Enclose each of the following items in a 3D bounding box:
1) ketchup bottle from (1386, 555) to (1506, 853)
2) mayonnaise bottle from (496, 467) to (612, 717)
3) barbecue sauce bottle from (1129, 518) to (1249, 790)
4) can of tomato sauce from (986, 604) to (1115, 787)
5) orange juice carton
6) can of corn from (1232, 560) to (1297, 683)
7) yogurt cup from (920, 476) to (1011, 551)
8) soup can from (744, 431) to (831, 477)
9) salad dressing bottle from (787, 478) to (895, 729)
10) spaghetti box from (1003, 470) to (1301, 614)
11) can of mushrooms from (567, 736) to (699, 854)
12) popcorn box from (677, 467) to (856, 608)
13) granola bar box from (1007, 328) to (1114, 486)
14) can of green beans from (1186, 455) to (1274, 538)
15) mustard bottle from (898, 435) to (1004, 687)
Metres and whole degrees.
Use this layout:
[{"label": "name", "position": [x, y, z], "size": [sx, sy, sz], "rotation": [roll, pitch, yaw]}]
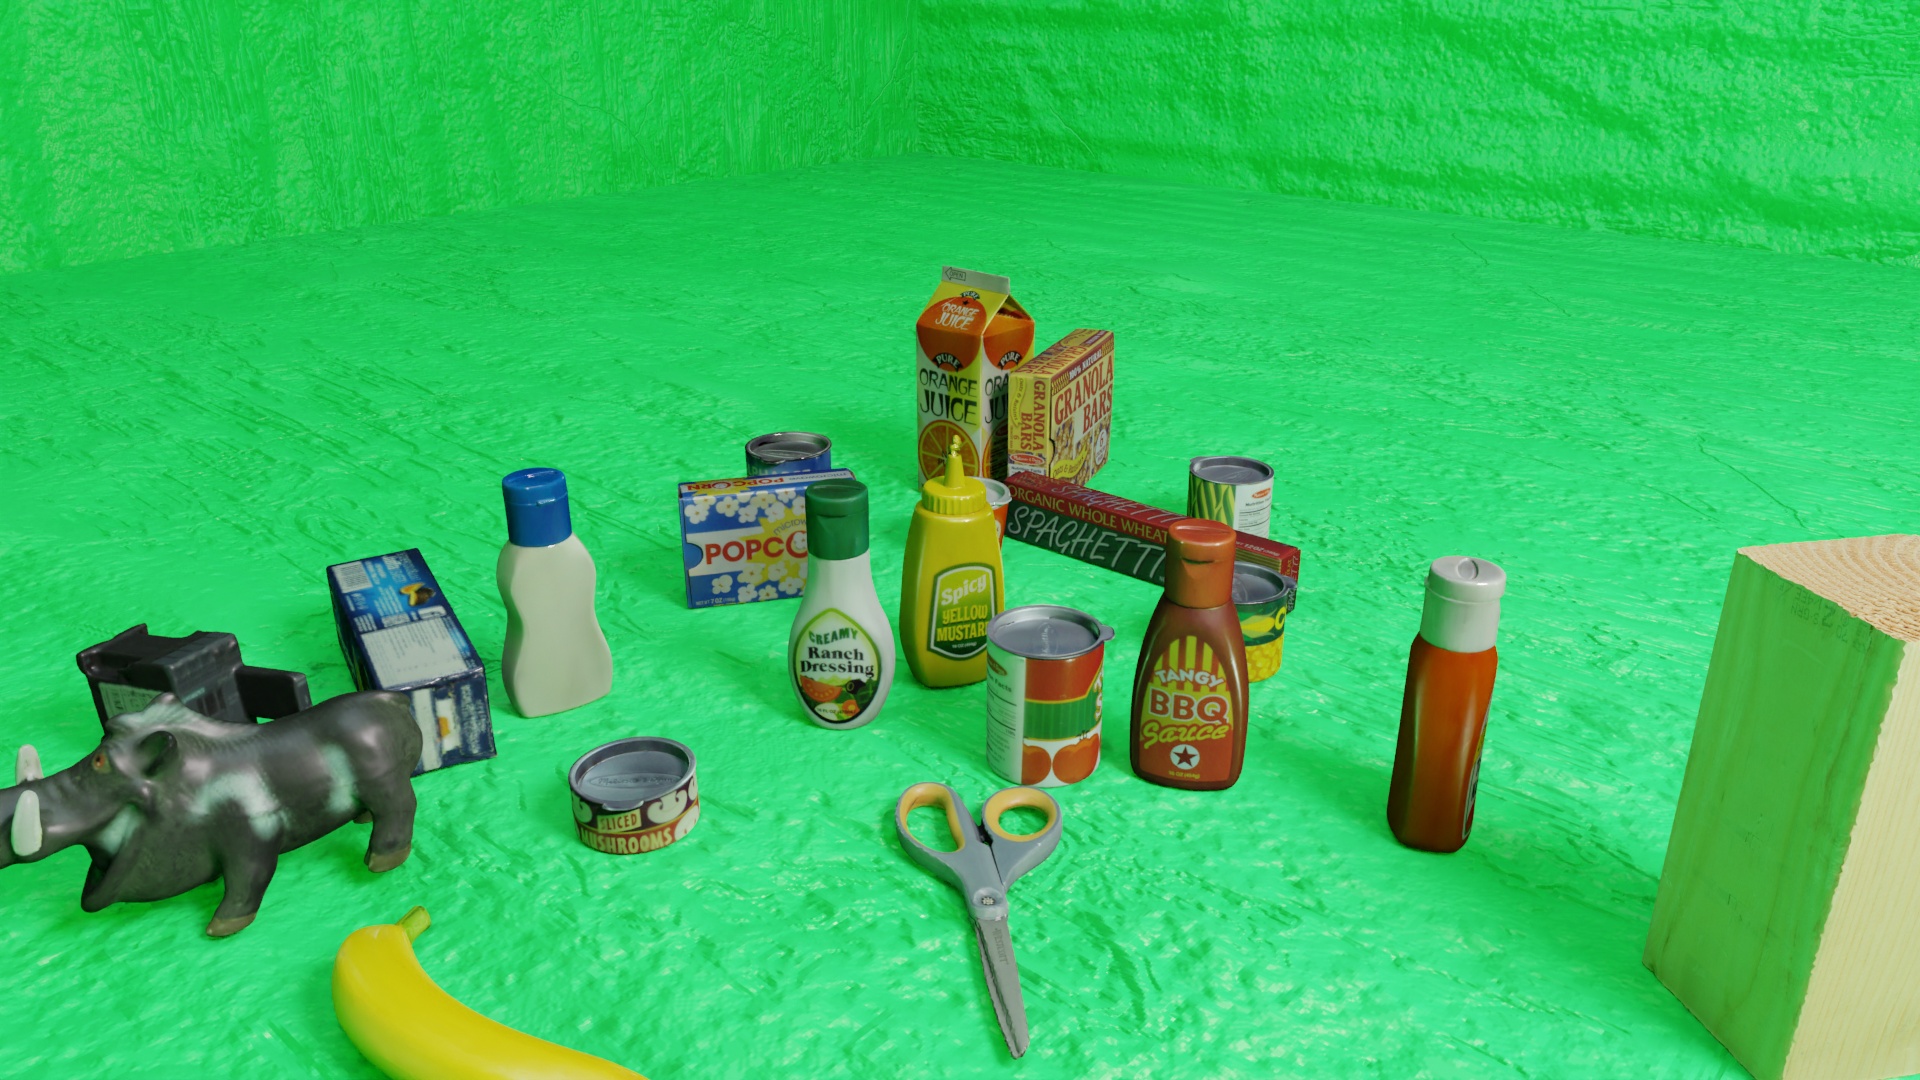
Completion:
[{"label": "ketchup bottle", "position": [0.249, 0.082, 0.711], "size": [0.043, 0.148, 0.065], "rotation": [7, 23, 17]}, {"label": "mayonnaise bottle", "position": [-0.248, 0.031, 0.834], "size": [0.065, 0.147, 0.041], "rotation": [-15, 27, -32]}, {"label": "barbecue sauce bottle", "position": [0.127, 0.063, 0.758], "size": [0.065, 0.148, 0.044], "rotation": [5, 23, 13]}, {"label": "can of tomato sauce", "position": [0.049, 0.087, 0.784], "size": [0.071, 0.082, 0.071], "rotation": [0, 22, 0]}, {"label": "orange juice carton", "position": [0.012, -0.131, 1.167], "size": [0.072, 0.191, 0.073], "rotation": [18, 28, 36]}, {"label": "can of corn", "position": [0.179, 0.052, 0.900], "size": [0.071, 0.058, 0.071], "rotation": [0, 22, 0]}, {"label": "yogurt cup", "position": [0.004, -0.013, 1.063], "size": [0.072, 0.053, 0.073], "rotation": [0, 22, 0]}, {"label": "soup can", "position": [-0.133, -0.034, 1.074], "size": [0.071, 0.083, 0.071], "rotation": [0, 22, 0]}, {"label": "salad dressing bottle", "position": [-0.071, 0.038, 0.818], "size": [0.064, 0.147, 0.044], "rotation": [2, 22, 6]}, {"label": "spaghetti box", "position": [0.133, 0.000, 1.036], "size": [0.250, 0.050, 0.029], "rotation": [18, 29, 37]}, {"label": "can of mushrooms", "position": [-0.172, 0.135, 0.732], "size": [0.071, 0.033, 0.071], "rotation": [0, 22, 0]}, {"label": "popcorn box", "position": [-0.136, -0.002, 0.996], "size": [0.127, 0.085, 0.038], "rotation": [-6, 23, -14]}, {"label": "granola bar box", "position": [0.088, -0.102, 1.186], "size": [0.039, 0.123, 0.166], "rotation": [9, 24, 21]}, {"label": "can of green beans", "position": [0.212, -0.030, 1.098], "size": [0.071, 0.057, 0.071], "rotation": [0, 22, 0]}, {"label": "mustard bottle", "position": [-0.005, 0.012, 0.863], "size": [0.065, 0.159, 0.049], "rotation": [-8, 24, -19]}]
